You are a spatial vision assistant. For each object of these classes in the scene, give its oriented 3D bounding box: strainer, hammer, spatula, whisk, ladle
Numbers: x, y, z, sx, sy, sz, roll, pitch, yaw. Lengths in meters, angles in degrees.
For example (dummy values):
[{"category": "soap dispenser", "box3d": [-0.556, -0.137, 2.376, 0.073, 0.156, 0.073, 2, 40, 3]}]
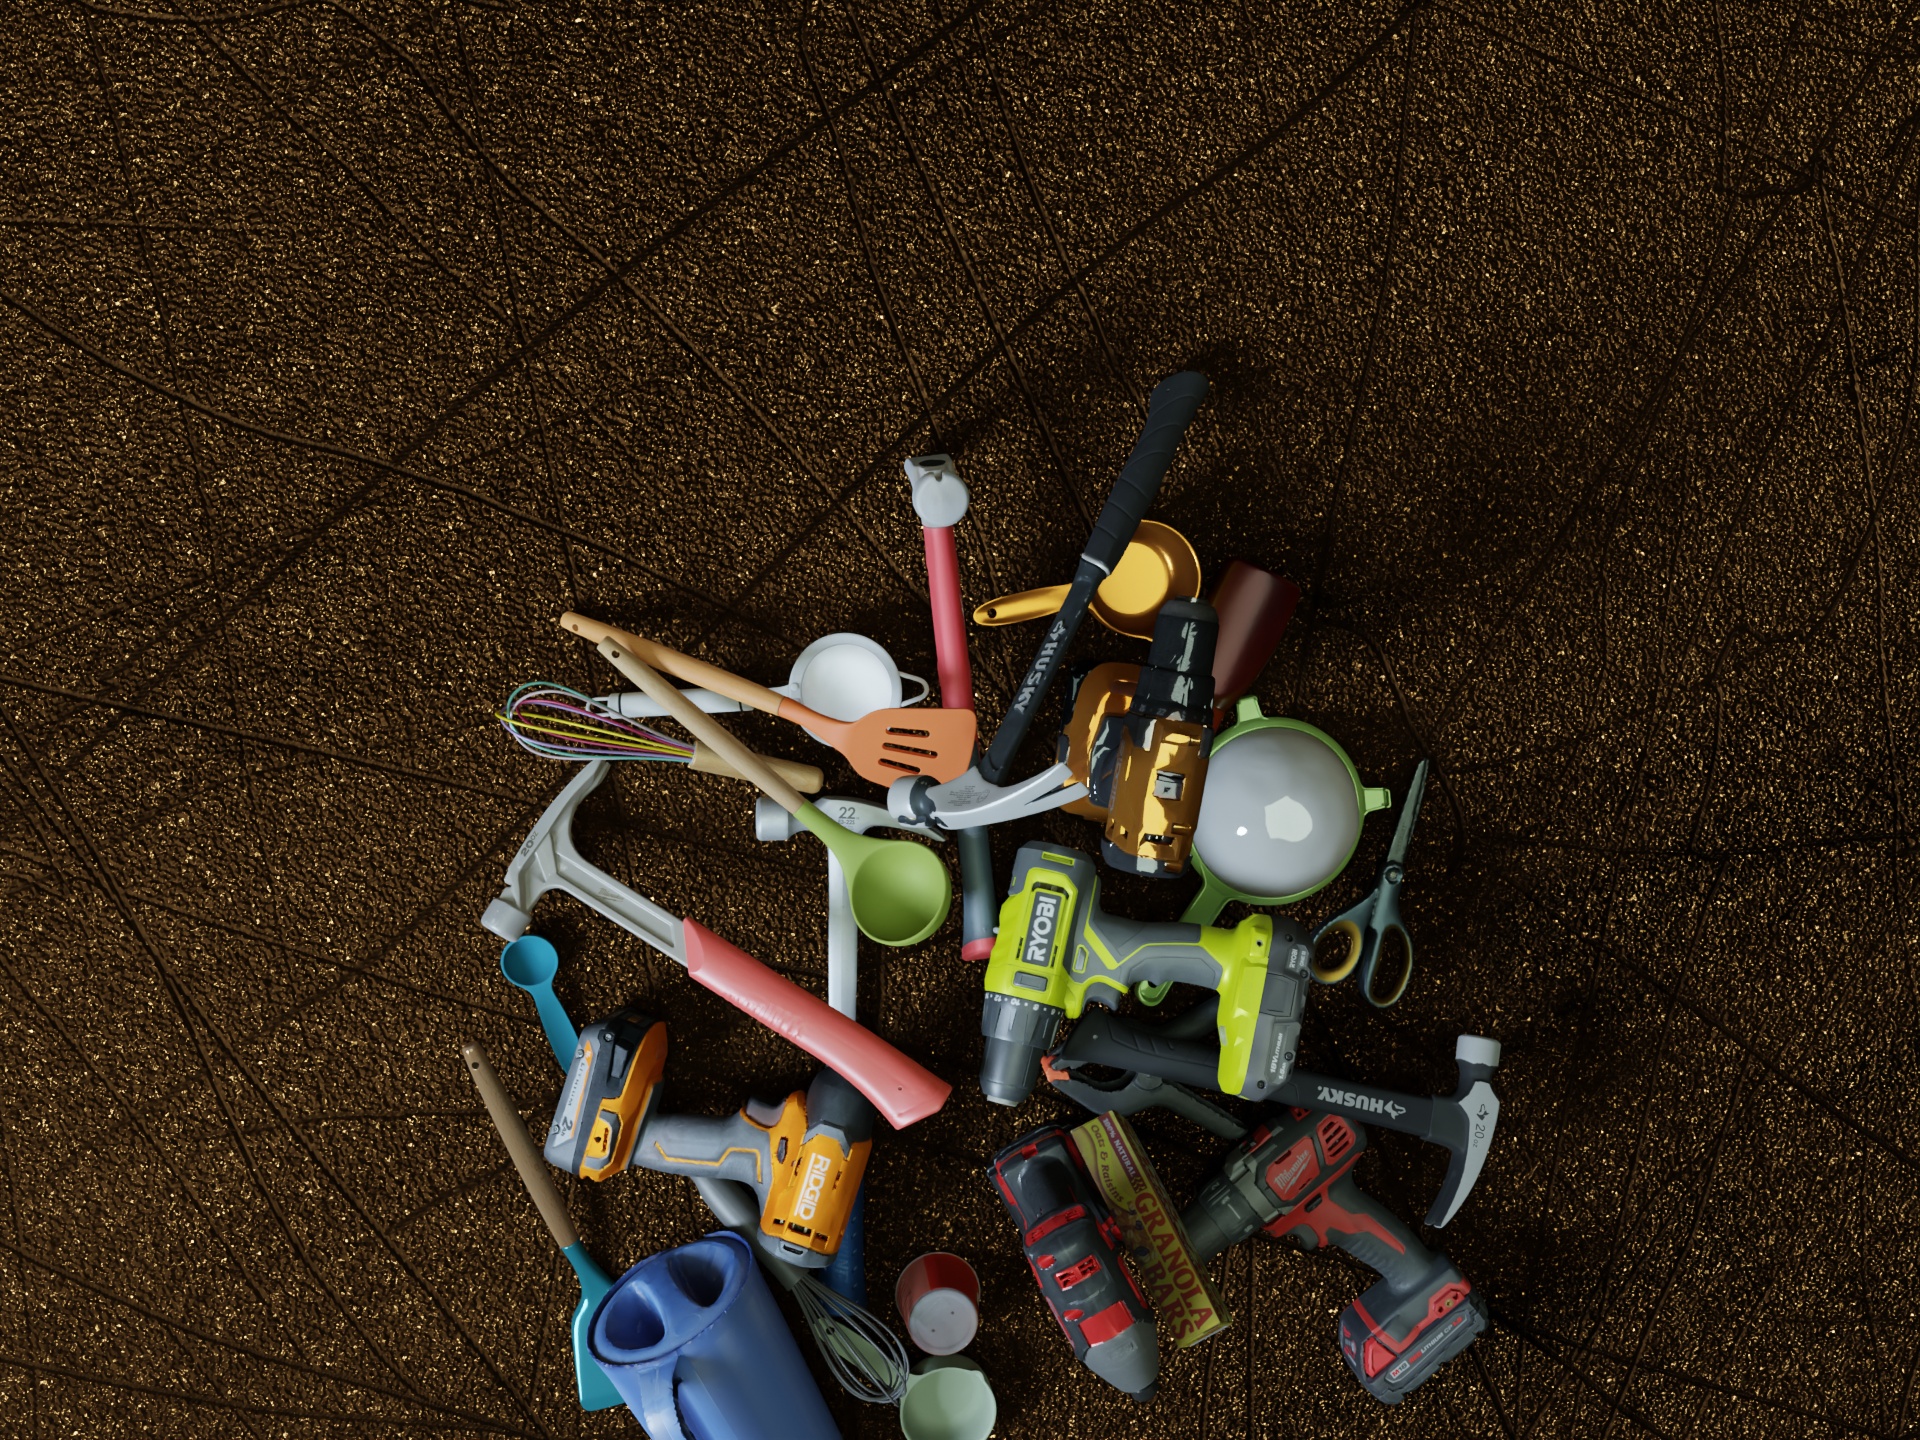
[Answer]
[{"category": "strainer", "box3d": [-0.152, -0.019, 1.192, 0.258, 0.050, 0.087, -3, 97, 0]}, {"category": "hammer", "box3d": [-0.002, -0.004, 1.191, 0.038, 0.143, 0.386, -7, 108, -4]}, {"category": "spatula", "box3d": [-0.305, 0.379, 1.199, 0.082, 0.044, 0.317, -20, 110, 1]}, {"category": "spatula", "box3d": [-0.146, -0.022, 1.155, 0.323, 0.041, 0.081, 22, 118, 14]}, {"category": "whisk", "box3d": [-0.219, 0.018, 1.176, 0.244, 0.047, 0.051, 13, 67, -19]}, {"category": "strainer", "box3d": [0.218, 0.118, 1.227, 0.151, 0.069, 0.256, 34, 90, -8]}, {"category": "hammer", "box3d": [-0.161, 0.175, 1.153, 0.359, 0.036, 0.149, 31, 76, 7]}, {"category": "hammer", "box3d": [0.090, -0.096, 1.109, 0.036, 0.149, 0.409, 47, 57, -32]}, {"category": "hammer", "box3d": [-0.086, 0.259, 1.229, 0.144, 0.035, 0.405, 0, 96, -5]}, {"category": "whisk", "box3d": [-0.125, 0.426, 1.210, 0.055, 0.055, 0.239, -45, 78, 0]}, {"category": "ladle", "box3d": [-0.137, 0.047, 1.154, 0.320, 0.062, 0.078, 41, 87, -7]}, {"category": "hammer", "box3d": [0.241, 0.282, 1.214, 0.334, 0.035, 0.146, 13, 77, -1]}]

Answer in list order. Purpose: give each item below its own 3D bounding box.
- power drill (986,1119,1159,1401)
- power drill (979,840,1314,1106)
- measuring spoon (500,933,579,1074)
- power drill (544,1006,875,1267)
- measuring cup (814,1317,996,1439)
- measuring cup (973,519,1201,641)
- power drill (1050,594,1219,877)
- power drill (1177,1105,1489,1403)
[{"category": "power drill", "box3d": [0.089, 0.394, 1.166, 0.078, 0.220, 0.143, -29, 98, -2]}, {"category": "power drill", "box3d": [0.130, 0.205, 1.170, 0.228, 0.080, 0.191, 13, 79, 3]}, {"category": "measuring spoon", "box3d": [-0.312, 0.218, 1.216, 0.042, 0.021, 0.128, -19, 107, -4]}, {"category": "power drill", "box3d": [-0.175, 0.291, 1.181, 0.226, 0.084, 0.164, 18, 92, 5]}, {"category": "measuring cup", "box3d": [-0.047, 0.514, 1.258, 0.167, 0.038, 0.083, 37, 91, -7]}, {"category": "measuring cup", "box3d": [0.093, -0.098, 1.203, 0.173, 0.052, 0.095, -13, 97, -2]}, {"category": "power drill", "box3d": [0.127, 0.002, 1.126, 0.084, 0.226, 0.185, 9, 95, -7]}, {"category": "power drill", "box3d": [0.285, 0.428, 1.264, 0.188, 0.080, 0.226, -39, 95, -1]}]
